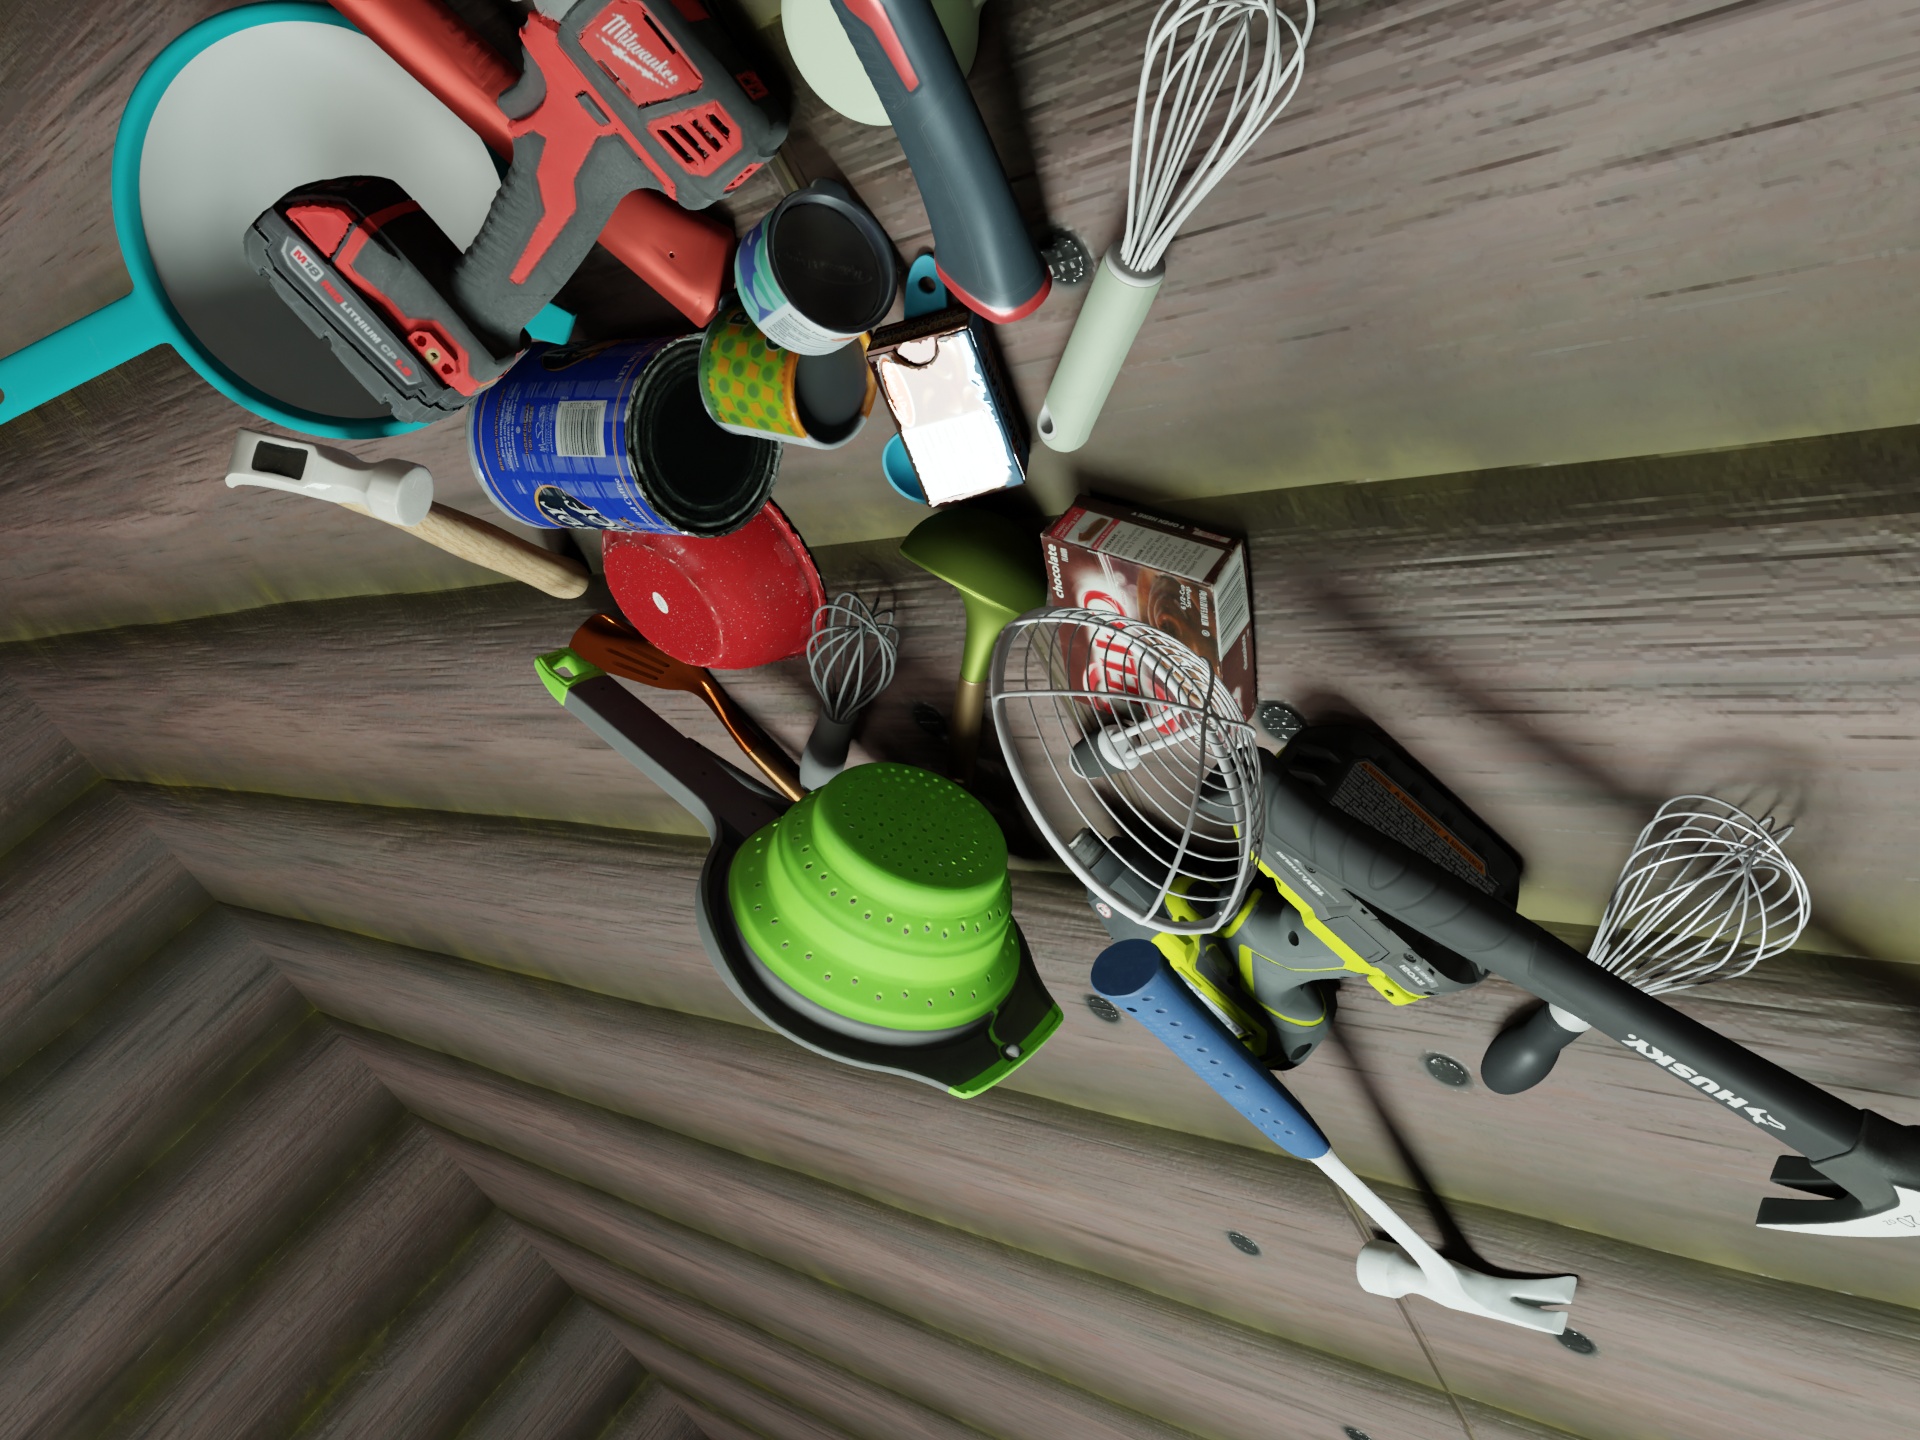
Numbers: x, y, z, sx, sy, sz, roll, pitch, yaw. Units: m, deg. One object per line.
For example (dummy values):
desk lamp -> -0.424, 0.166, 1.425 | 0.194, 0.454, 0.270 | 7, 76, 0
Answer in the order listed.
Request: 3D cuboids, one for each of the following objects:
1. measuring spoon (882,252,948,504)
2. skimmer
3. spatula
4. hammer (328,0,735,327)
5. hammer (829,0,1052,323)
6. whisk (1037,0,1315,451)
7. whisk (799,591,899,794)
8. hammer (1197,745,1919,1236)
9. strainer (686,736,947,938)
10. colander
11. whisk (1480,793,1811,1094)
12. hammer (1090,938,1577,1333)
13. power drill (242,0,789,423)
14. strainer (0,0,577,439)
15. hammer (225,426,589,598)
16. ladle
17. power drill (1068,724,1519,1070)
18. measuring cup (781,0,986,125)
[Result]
measuring spoon -> -0.014, -0.160, 0.744 | 0.042, 0.021, 0.128 | 12, 131, 12
skimmer -> 0.054, 0.023, 0.681 | 0.127, 0.090, 0.363 | 56, 175, 2
spatula -> -0.128, 0.041, 1.076 | 0.322, 0.041, 0.081 | 45, 147, -8
hammer -> -0.254, -0.309, 0.731 | 0.359, 0.037, 0.149 | 41, 112, -13
hammer -> -0.030, -0.264, 0.495 | 0.143, 0.038, 0.385 | 8, 156, 27
whisk -> 0.070, -0.181, 0.606 | 0.246, 0.059, 0.058 | 115, 140, -60
whisk -> -0.076, -0.007, 0.959 | 0.055, 0.055, 0.238 | 37, 152, 7
hammer -> 0.247, 0.108, 0.652 | 0.335, 0.035, 0.146 | 31, 155, 8
strainer -> -0.088, 0.075, 1.044 | 0.258, 0.050, 0.087 | 32, 158, -3
colander -> -0.100, 0.044, 0.921 | 0.397, 0.204, 0.094 | 37, 124, 20
whisk -> 0.291, 0.115, 0.717 | 0.070, 0.070, 0.284 | 32, 152, 14
hammer -> 0.206, 0.242, 0.890 | 0.144, 0.035, 0.405 | -3, 141, 46
power drill -> -0.197, -0.245, 0.695 | 0.219, 0.079, 0.143 | -34, 109, 20
strainer -> -0.373, -0.239, 0.844 | 0.340, 0.095, 0.210 | -20, 111, 14
hammer -> -0.295, -0.110, 0.910 | 0.130, 0.031, 0.331 | 15, 178, 10
ladle -> -0.001, -0.003, 0.878 | 0.078, 0.062, 0.320 | 30, 149, 14
power drill -> 0.156, 0.092, 0.809 | 0.171, 0.080, 0.223 | 41, 151, -2
measuring cup -> -0.003, -0.265, 0.580 | 0.168, 0.038, 0.083 | 5, 133, 46
